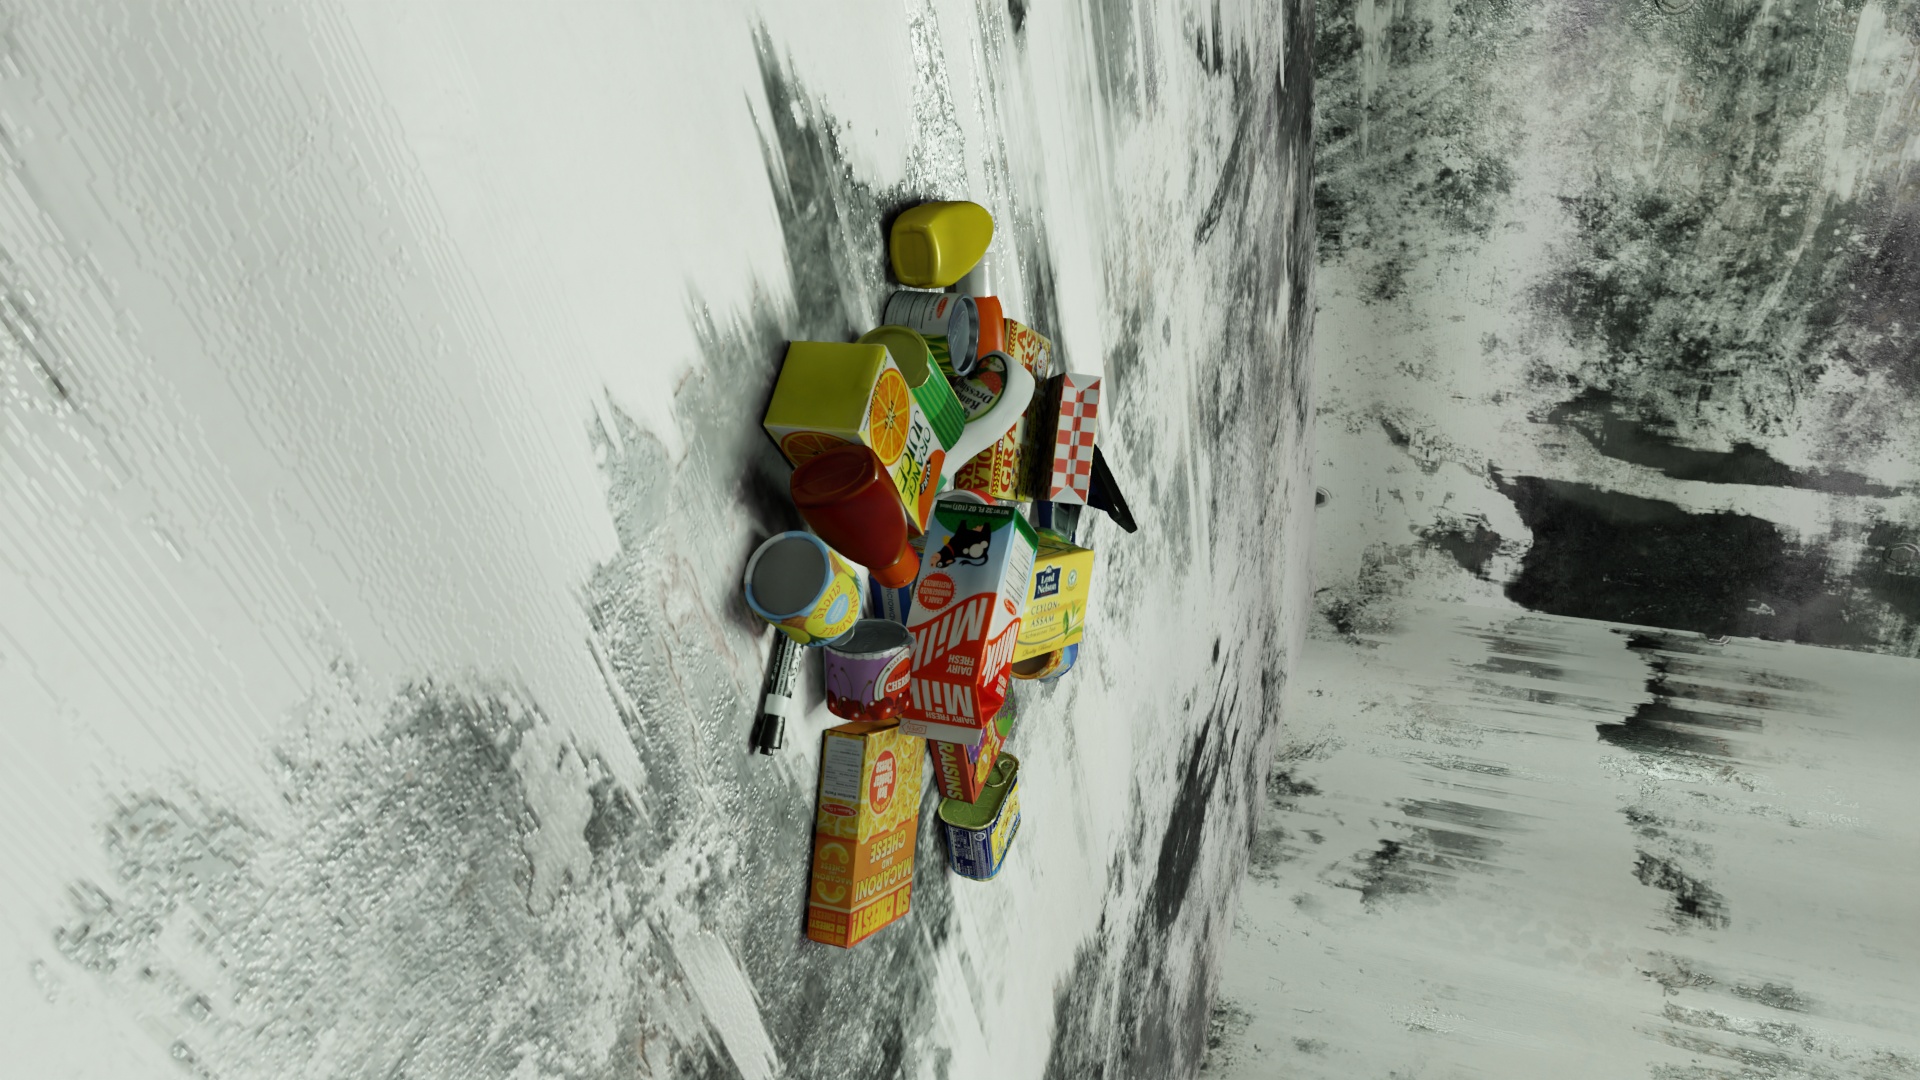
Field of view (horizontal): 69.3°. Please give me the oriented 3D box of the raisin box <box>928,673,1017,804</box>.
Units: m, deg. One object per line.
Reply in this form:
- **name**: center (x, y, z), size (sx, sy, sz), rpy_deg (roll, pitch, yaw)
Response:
- **raisin box**: center (0.014, 0.178, 1.339), size (0.124, 0.040, 0.085), rpy_deg (-59, 149, -46)

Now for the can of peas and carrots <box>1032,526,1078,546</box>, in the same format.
- **can of peas and carrots**: center (0.083, 0.030, 1.429), size (0.070, 0.071, 0.059), rpy_deg (77, 29, -41)

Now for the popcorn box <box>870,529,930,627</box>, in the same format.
- **popcorn box**: center (-0.037, 0.065, 1.177), size (0.085, 0.038, 0.126), rpy_deg (-52, 143, -55)

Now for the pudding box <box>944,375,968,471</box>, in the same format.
- **pudding box**: center (-0.016, -0.100, 1.193), size (0.050, 0.030, 0.083), rpy_deg (-39, 131, -60)

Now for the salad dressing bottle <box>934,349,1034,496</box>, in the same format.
- **salad dressing bottle**: center (-0.001, -0.087, 1.137), size (0.148, 0.064, 0.044), rpy_deg (-51, 138, -6)

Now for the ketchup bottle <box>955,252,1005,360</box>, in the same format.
- **ketchup bottle**: center (0.016, -0.177, 1.220), size (0.065, 0.043, 0.148), rpy_deg (-152, -123, -71)

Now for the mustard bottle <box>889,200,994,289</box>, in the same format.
- **mustard bottle**: center (-0.007, -0.250, 1.145), size (0.161, 0.049, 0.065), rpy_deg (-43, 133, -60)

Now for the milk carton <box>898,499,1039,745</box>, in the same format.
- **milk carton**: center (0.003, 0.069, 1.125), size (0.073, 0.072, 0.191), rpy_deg (49, 50, -62)

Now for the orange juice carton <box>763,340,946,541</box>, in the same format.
- **orange juice carton**: center (-0.066, -0.062, 1.016), size (0.192, 0.073, 0.072), rpy_deg (59, 41, -58)

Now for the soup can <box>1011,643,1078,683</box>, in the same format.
- **soup can**: center (0.080, 0.115, 1.450), size (0.084, 0.071, 0.071), rpy_deg (11, 86, -68)

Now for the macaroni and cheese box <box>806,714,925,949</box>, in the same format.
- **macaroni and cheese box**: center (-0.074, 0.230, 1.127), size (0.124, 0.040, 0.166), rpy_deg (3, 92, -69)

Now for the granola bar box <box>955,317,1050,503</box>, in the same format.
- **granola bar box**: center (0.043, -0.121, 1.324), size (0.124, 0.039, 0.165), rpy_deg (6, 90, -69)

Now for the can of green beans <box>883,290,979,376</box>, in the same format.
- **can of green beans**: center (-0.023, -0.167, 1.116), size (0.071, 0.058, 0.071), rpy_deg (5, 91, -69)

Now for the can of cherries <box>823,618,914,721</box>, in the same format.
- **can of cherries**: center (-0.069, 0.099, 1.059), size (0.072, 0.071, 0.058), rpy_deg (-39, 132, -61)

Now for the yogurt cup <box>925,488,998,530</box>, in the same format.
- **yogurt cup**: center (0.004, -0.015, 1.226), size (0.054, 0.072, 0.072), rpy_deg (-39, 132, -72)

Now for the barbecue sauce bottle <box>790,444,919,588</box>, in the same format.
- **barbecue sauce bottle**: center (-0.066, -0.011, 0.974), size (0.148, 0.065, 0.044), rpy_deg (60, 11, -60)

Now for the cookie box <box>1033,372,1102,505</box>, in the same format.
- **cookie box**: center (0.100, -0.099, 1.381), size (0.167, 0.040, 0.123), rpy_deg (-158, -106, -83)

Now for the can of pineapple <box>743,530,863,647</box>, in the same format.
- **can of pineapple**: center (-0.105, 0.034, 0.949), size (0.057, 0.071, 0.071), rpy_deg (50, 50, -61)

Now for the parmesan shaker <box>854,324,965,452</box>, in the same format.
- **parmesan shaker**: center (-0.039, -0.111, 1.074), size (0.102, 0.071, 0.071), rpy_deg (54, 46, -60)
